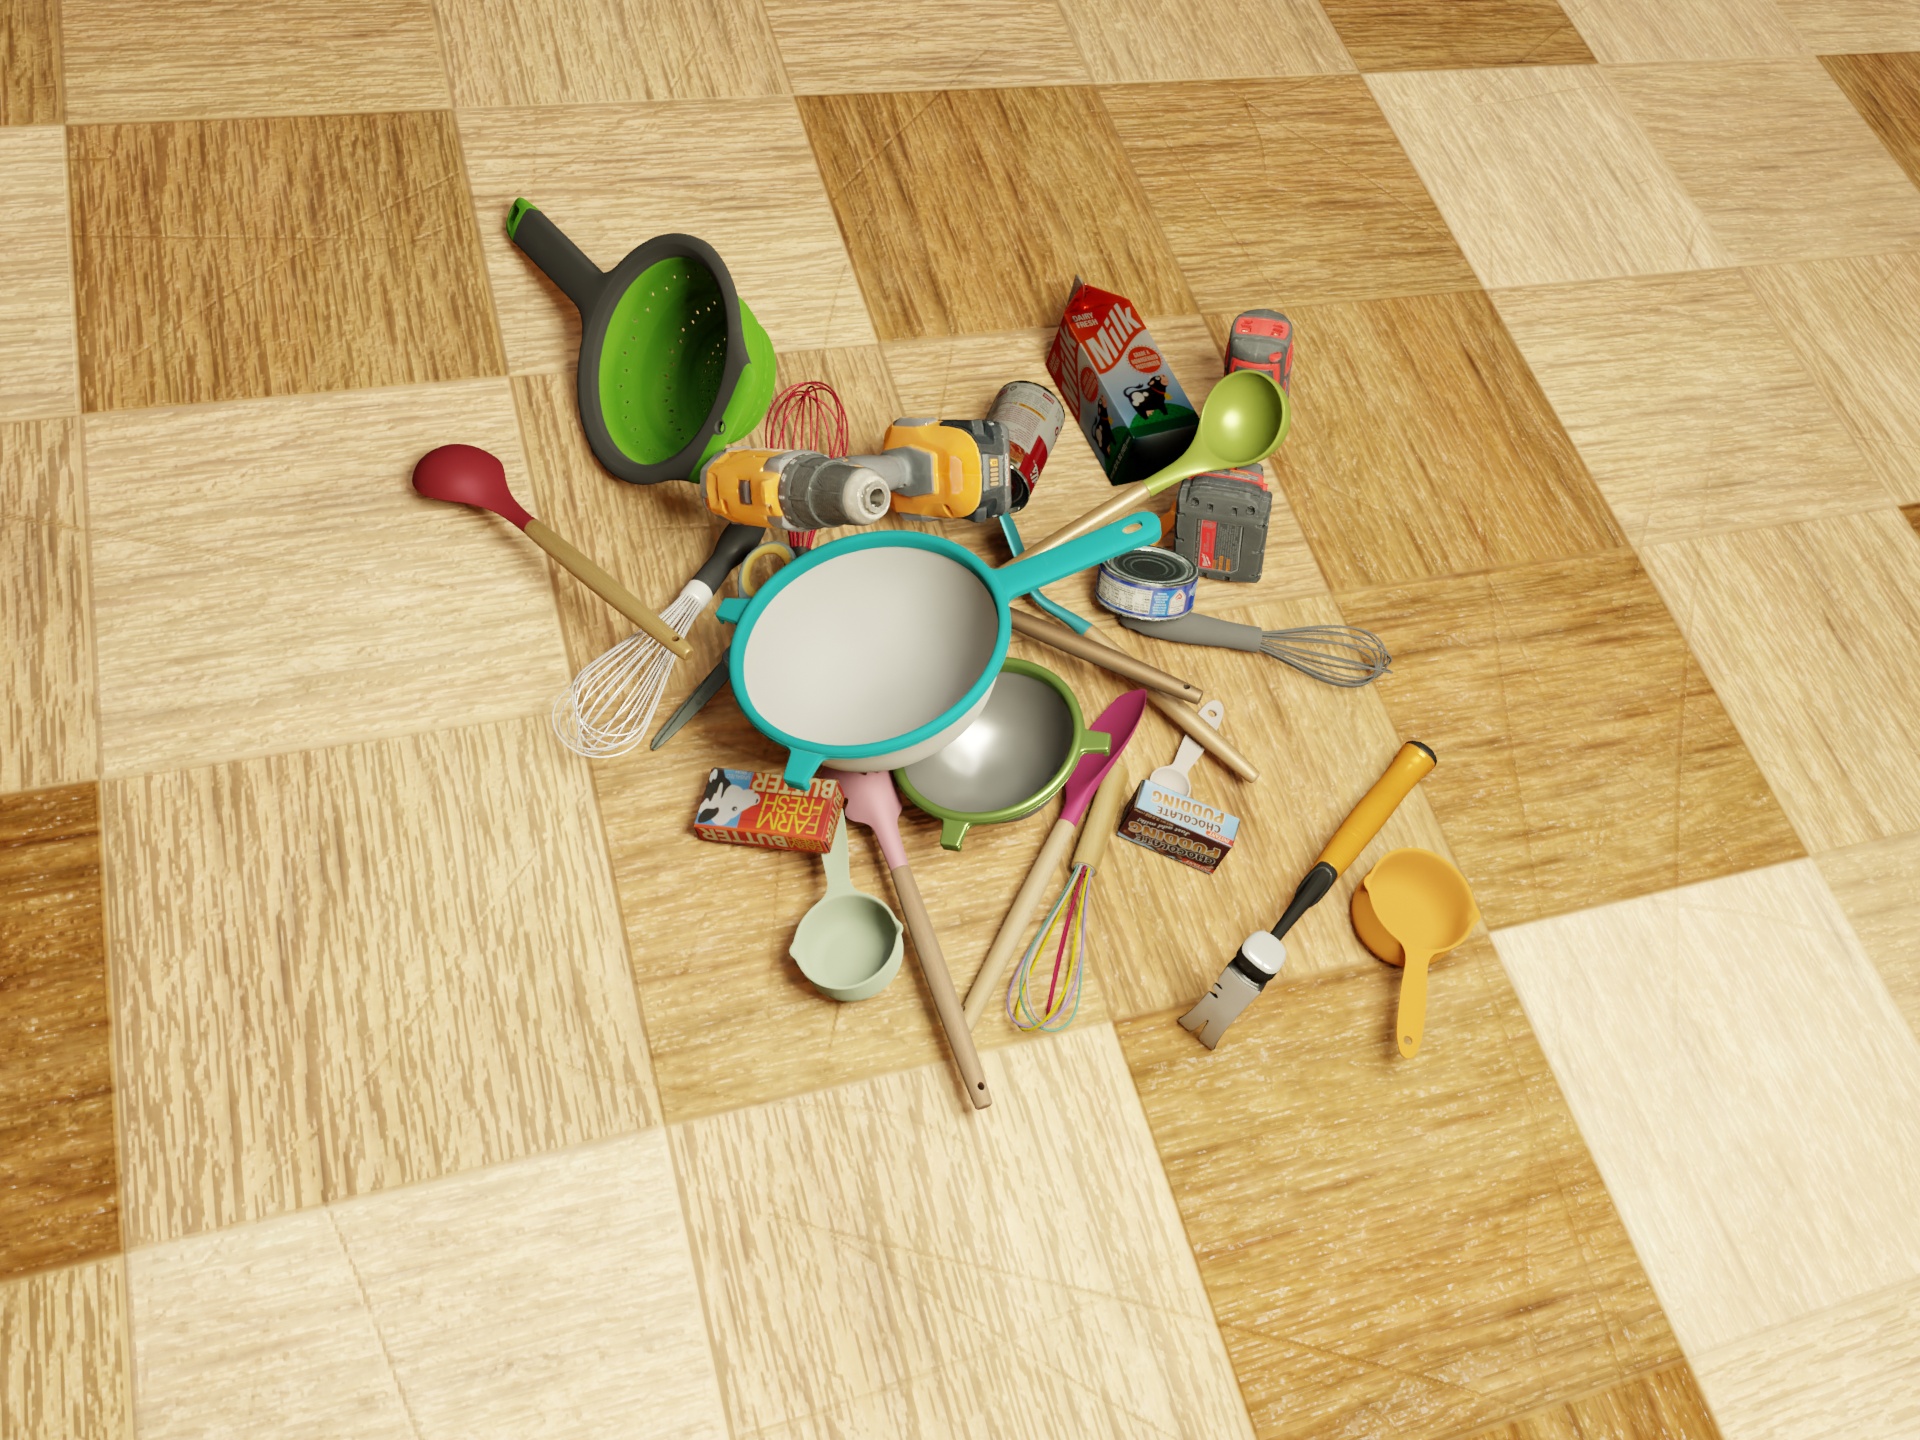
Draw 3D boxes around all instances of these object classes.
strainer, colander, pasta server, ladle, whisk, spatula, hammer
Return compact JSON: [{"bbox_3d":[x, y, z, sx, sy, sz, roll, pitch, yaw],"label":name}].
[{"bbox_3d":[-0.002,-0.061,1.198,0.340,0.095,0.211,-23,52,-6],"label":"strainer"},{"bbox_3d":[-0.269,-0.341,1.367,0.094,0.204,0.397,4,34,-50],"label":"colander"},{"bbox_3d":[-0.037,0.137,1.173,0.060,0.040,0.316,-13,64,-19],"label":"pasta server"},{"bbox_3d":[0.126,-0.179,1.282,0.320,0.062,0.078,-32,64,-5],"label":"ladle"},{"bbox_3d":[0.091,0.130,1.205,0.051,0.047,0.245,22,55,2],"label":"whisk"},{"bbox_3d":[0.131,-0.065,1.316,0.317,0.082,0.044,43,94,12],"label":"spatula"},{"bbox_3d":[0.252,-0.067,1.354,0.239,0.055,0.055,10,59,-2],"label":"whisk"},{"bbox_3d":[-0.318,-0.136,1.239,0.316,0.031,0.069,37,56,22],"label":"ladle"},{"bbox_3d":[-0.132,-0.155,1.315,0.073,0.073,0.296,5,66,-10],"label":"whisk"},{"bbox_3d":[0.051,-0.079,1.304,0.316,0.018,0.060,24,61,15],"label":"spatula"},{"bbox_3d":[-0.223,-0.076,1.249,0.070,0.070,0.285,28,54,4],"label":"whisk"},{"bbox_3d":[-0.002,-0.004,1.258,0.151,0.069,0.257,-33,53,-9],"label":"strainer"},{"bbox_3d":[0.284,0.119,1.235,0.034,0.127,0.337,39,50,13],"label":"hammer"}]

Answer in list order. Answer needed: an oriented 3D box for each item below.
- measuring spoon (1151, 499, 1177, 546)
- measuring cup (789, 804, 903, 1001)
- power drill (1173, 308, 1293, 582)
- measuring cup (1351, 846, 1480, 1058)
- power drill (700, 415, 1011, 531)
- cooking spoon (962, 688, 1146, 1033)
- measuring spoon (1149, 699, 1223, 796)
[{"bbox_3d":[0.169,-0.165,1.411,0.021,0.011,0.117,42,60,12],"label":"measuring spoon"},{"bbox_3d":[-0.085,0.129,1.167,0.083,0.038,0.168,-13,53,2],"label":"measuring cup"},{"bbox_3d":[0.247,-0.238,1.403,0.078,0.143,0.220,11,63,11],"label":"power drill"},{"bbox_3d":[0.342,0.185,1.225,0.095,0.052,0.174,17,60,-3],"label":"measuring cup"},{"bbox_3d":[-0.060,-0.186,1.227,0.226,0.084,0.185,-14,18,-39],"label":"power drill"},{"bbox_3d":[0.071,0.101,1.218,0.017,0.069,0.319,41,61,-21],"label":"cooking spoon"},{"bbox_3d":[0.187,0.027,1.306,0.034,0.018,0.124,31,52,8],"label":"measuring spoon"}]
